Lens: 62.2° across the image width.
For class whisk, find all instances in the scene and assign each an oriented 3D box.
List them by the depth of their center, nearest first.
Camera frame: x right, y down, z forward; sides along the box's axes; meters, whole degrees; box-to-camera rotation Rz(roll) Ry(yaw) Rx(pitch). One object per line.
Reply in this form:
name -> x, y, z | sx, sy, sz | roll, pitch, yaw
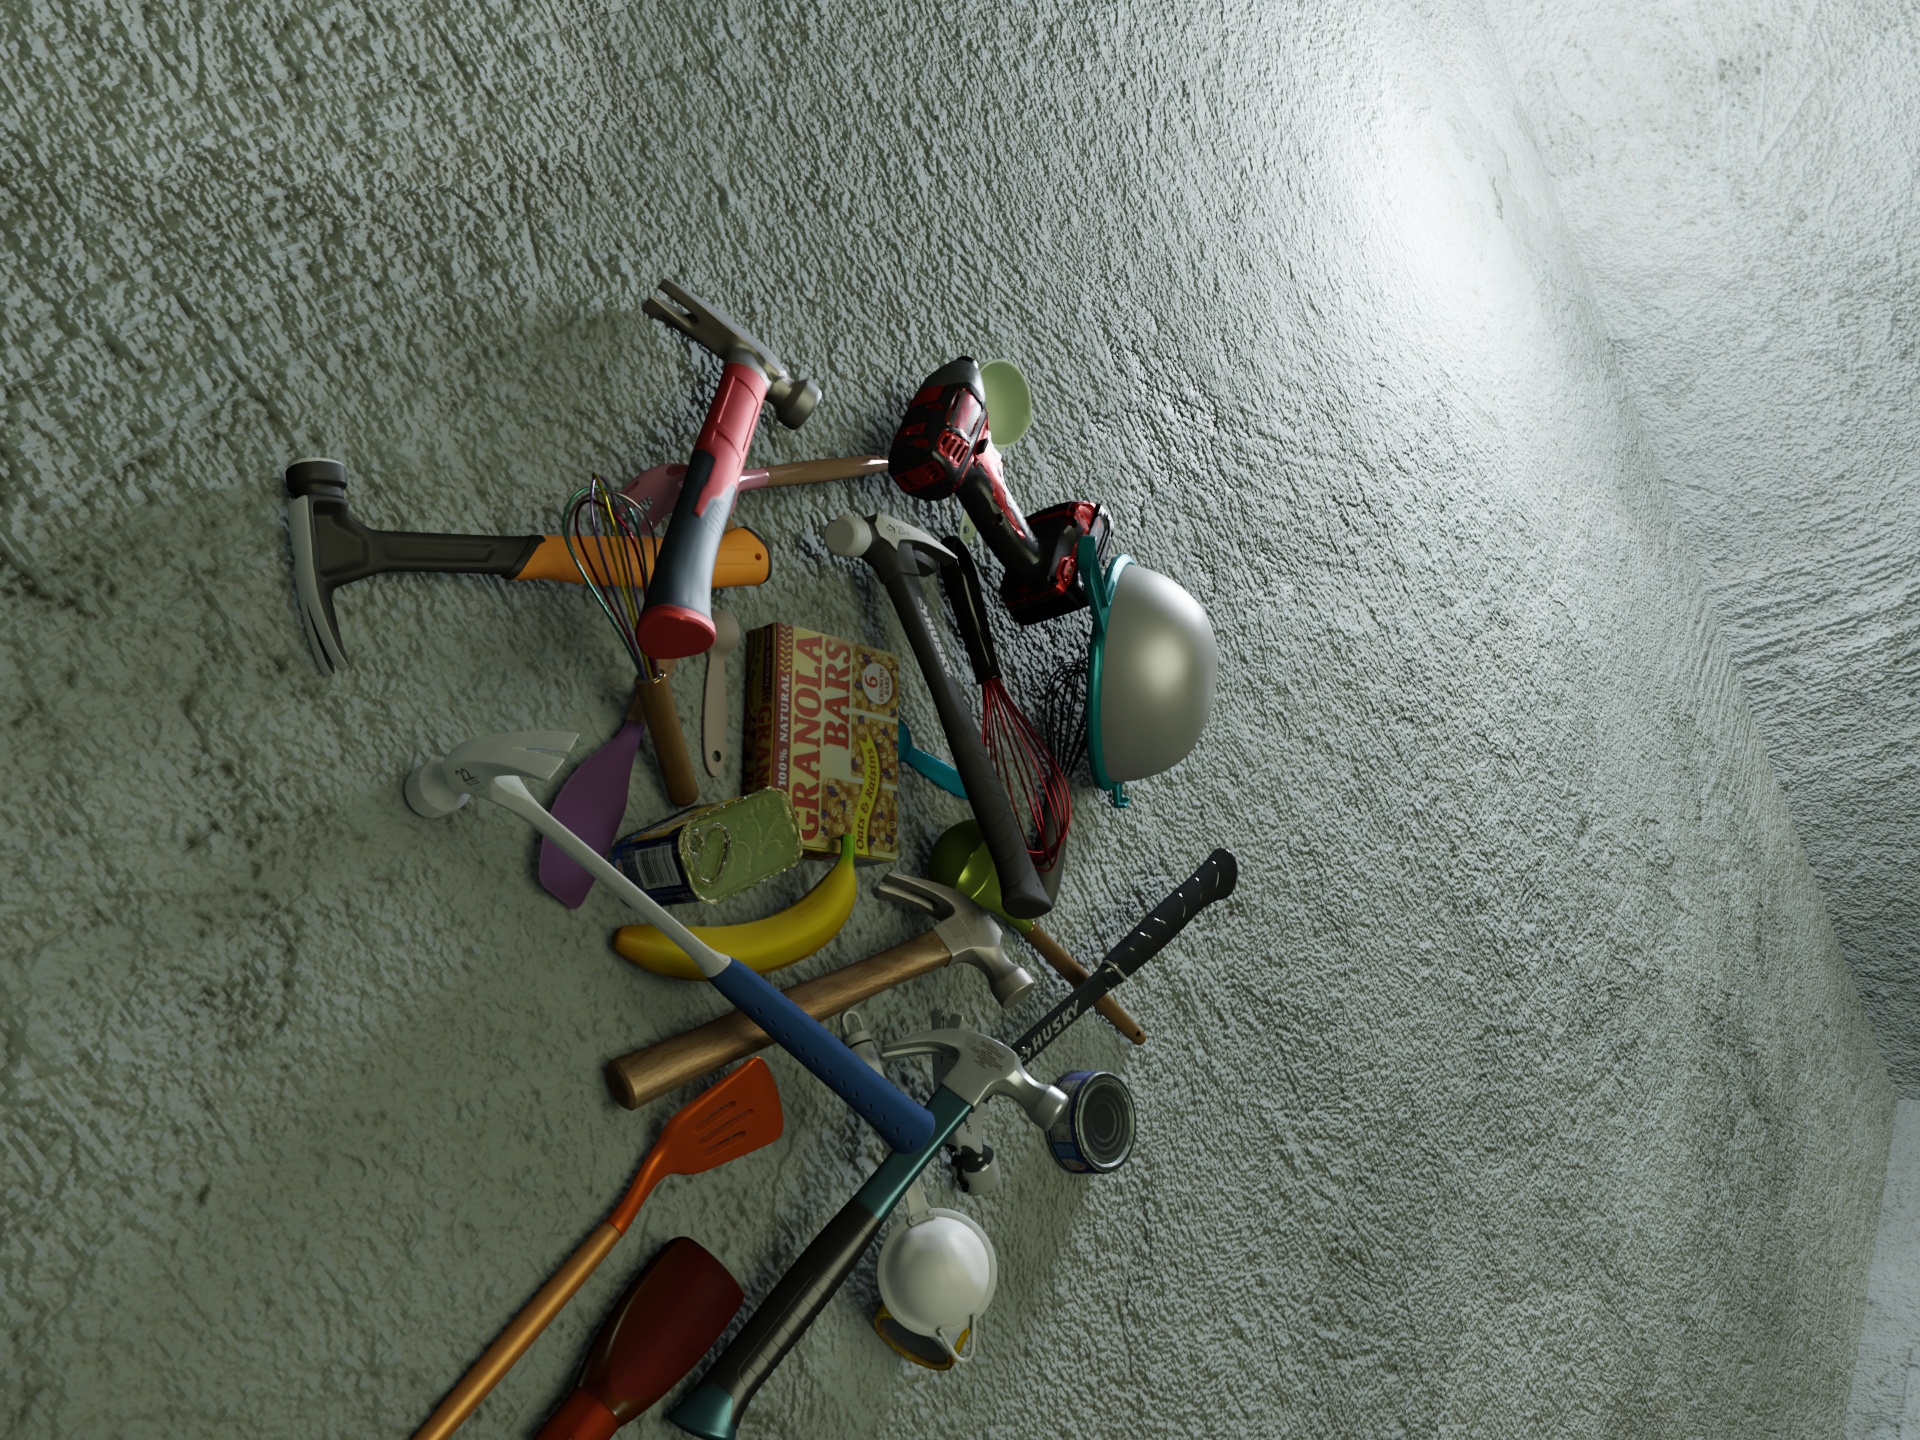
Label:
whisk -> -0.209, -0.046, 1.040 | 0.051, 0.047, 0.244 | -37, 129, -39
whisk -> 0.030, -0.015, 1.335 | 0.073, 0.073, 0.296 | -8, 79, -48
whisk -> 0.089, 0.053, 1.388 | 0.055, 0.055, 0.239 | 27, 65, -40

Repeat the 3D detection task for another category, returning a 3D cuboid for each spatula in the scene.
spatula -> -0.224, 0.335, 0.978 | 0.323, 0.041, 0.081 | -47, 139, -41
spatula -> -0.216, -0.019, 1.093 | 0.059, 0.018, 0.316 | 53, 45, -44

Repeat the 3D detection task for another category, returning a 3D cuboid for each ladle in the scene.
ladle -> 0.078, 0.190, 1.333 | 0.319, 0.062, 0.078 | 47, 70, -33

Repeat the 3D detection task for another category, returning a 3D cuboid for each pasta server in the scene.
pasta server -> -0.137, -0.176, 1.180 | 0.060, 0.040, 0.316 | 45, 27, 11

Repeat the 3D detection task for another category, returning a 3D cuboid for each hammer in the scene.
hammer -> -0.157, 0.148, 0.997 | 0.405, 0.144, 0.035 | 45, 50, -24
hammer -> -0.173, -0.168, 1.035 | 0.143, 0.038, 0.387 | 35, 30, -21
hammer -> -0.262, -0.098, 1.037 | 0.336, 0.034, 0.127 | -4, 83, -44
hammer -> -0.071, 0.346, 1.081 | 0.128, 0.033, 0.331 | 35, 63, 15
hammer -> -0.101, 0.195, 1.125 | 0.331, 0.031, 0.130 | -17, 58, -40
hammer -> -0.002, -0.004, 1.238 | 0.146, 0.035, 0.335 | -2, 67, -61
hammer -> 0.115, 0.215, 1.331 | 0.409, 0.036, 0.149 | -34, 118, -41

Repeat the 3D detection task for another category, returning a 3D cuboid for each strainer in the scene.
strainer -> -0.039, 0.327, 1.137 | 0.087, 0.050, 0.259 | -15, 67, -19
strainer -> 0.163, -0.064, 1.344 | 0.340, 0.095, 0.211 | 62, 36, -64

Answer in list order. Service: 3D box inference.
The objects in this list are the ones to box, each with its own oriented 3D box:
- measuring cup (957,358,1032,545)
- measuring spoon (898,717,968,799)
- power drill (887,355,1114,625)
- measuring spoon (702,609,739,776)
measuring cup -> 0.012, -0.234, 1.393 | 0.083, 0.038, 0.167 | 19, 83, -43
measuring spoon -> -0.023, 0.033, 1.286 | 0.128, 0.021, 0.042 | 33, 58, -36
power drill -> 0.033, -0.196, 1.331 | 0.219, 0.078, 0.143 | 46, 46, -32
measuring spoon -> -0.172, -0.021, 1.143 | 0.034, 0.018, 0.124 | 12, 72, -45
